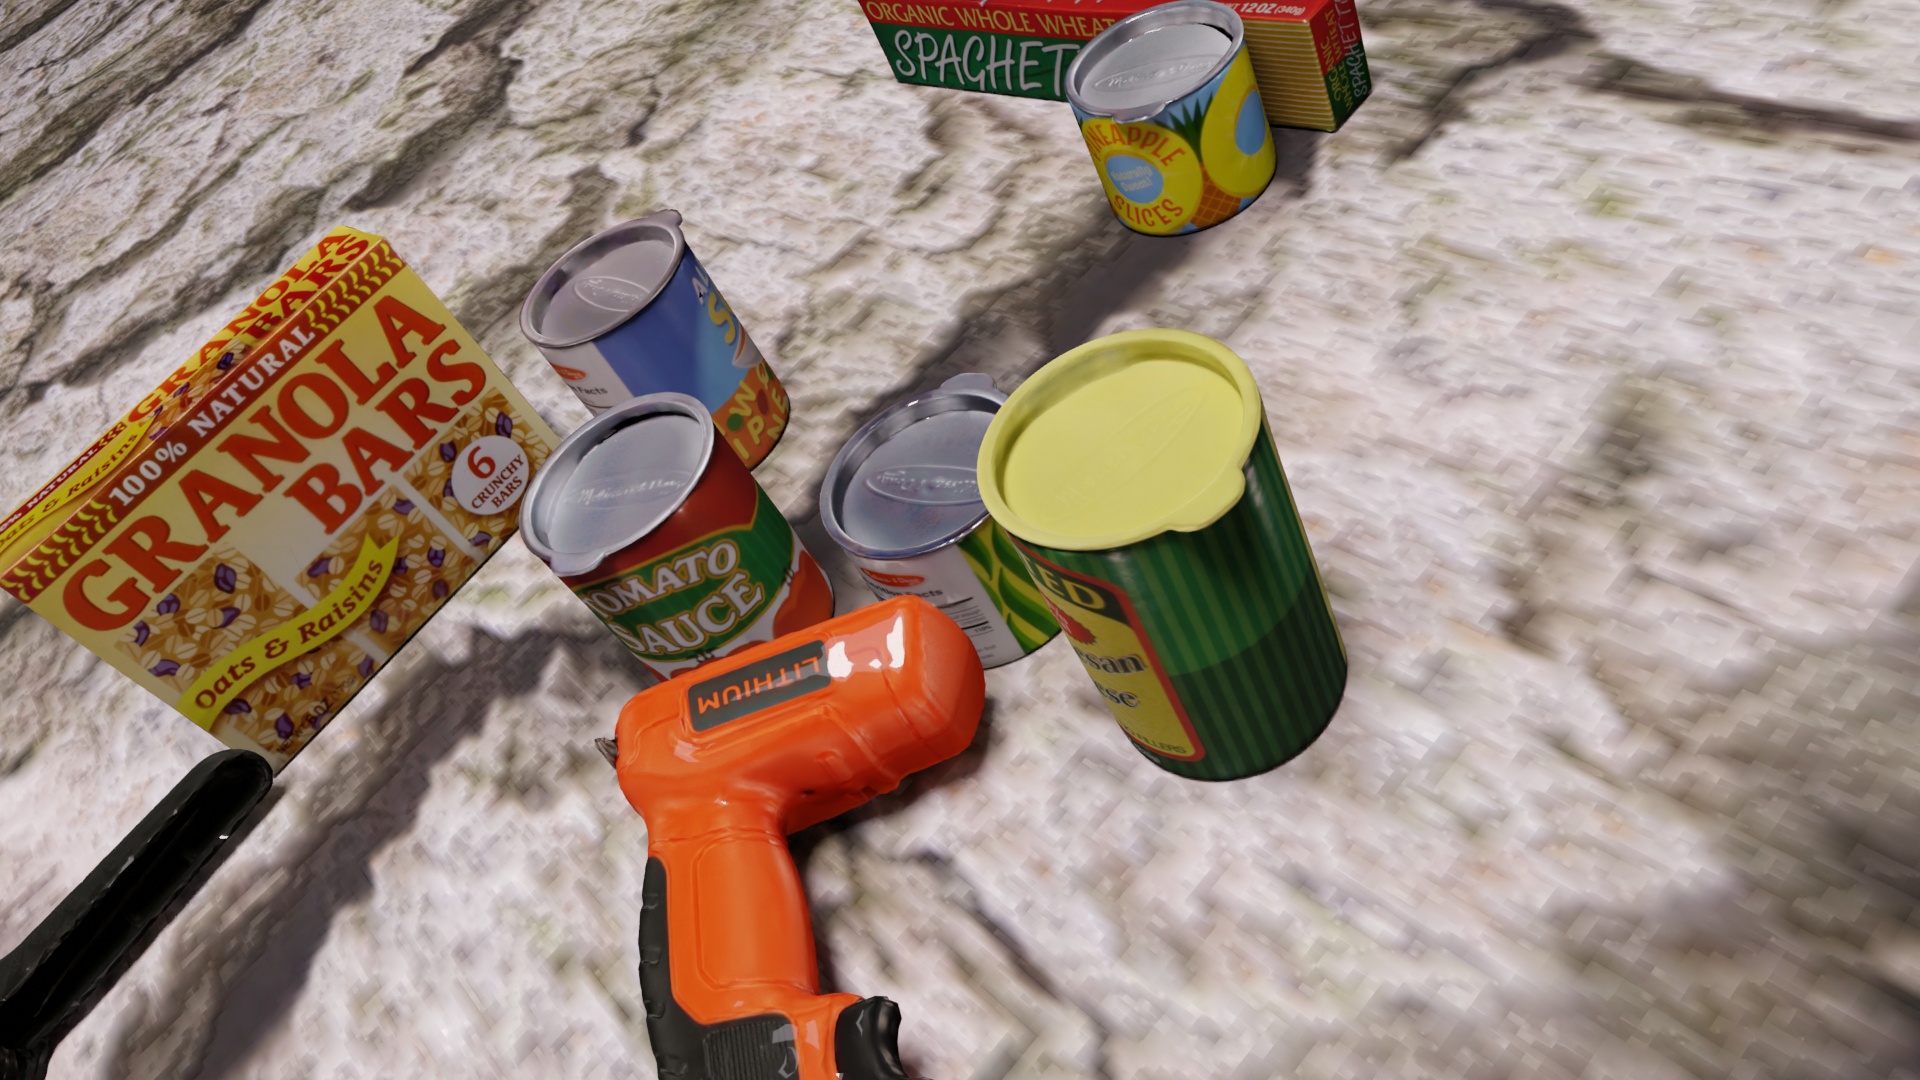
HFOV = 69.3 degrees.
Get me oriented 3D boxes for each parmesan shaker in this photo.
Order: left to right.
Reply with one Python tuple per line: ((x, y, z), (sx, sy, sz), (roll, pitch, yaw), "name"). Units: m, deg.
((0.055, 0.008, 0.344), (0.071, 0.102, 0.072), (-16, 46, 17), "parmesan shaker")

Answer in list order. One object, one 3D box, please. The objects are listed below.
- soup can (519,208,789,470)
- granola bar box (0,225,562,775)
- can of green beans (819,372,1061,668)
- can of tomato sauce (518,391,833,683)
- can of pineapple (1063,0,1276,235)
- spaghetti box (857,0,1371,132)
((-0.110, -0.069, 0.519), (0.071, 0.083, 0.072), (-15, 46, 16), "soup can")
((-0.242, -0.015, 0.514), (0.039, 0.123, 0.166), (23, 65, 41), "granola bar box")
((0.000, -0.003, 0.418), (0.071, 0.057, 0.071), (-15, 46, 16), "can of green beans")
((-0.087, 0.007, 0.438), (0.071, 0.082, 0.071), (-15, 46, 16), "can of tomato sauce")
((0.077, -0.154, 0.512), (0.071, 0.057, 0.071), (-15, 46, 16), "can of pineapple")
((0.052, -0.212, 0.585), (0.250, 0.050, 0.029), (23, 65, 41), "spaghetti box")
